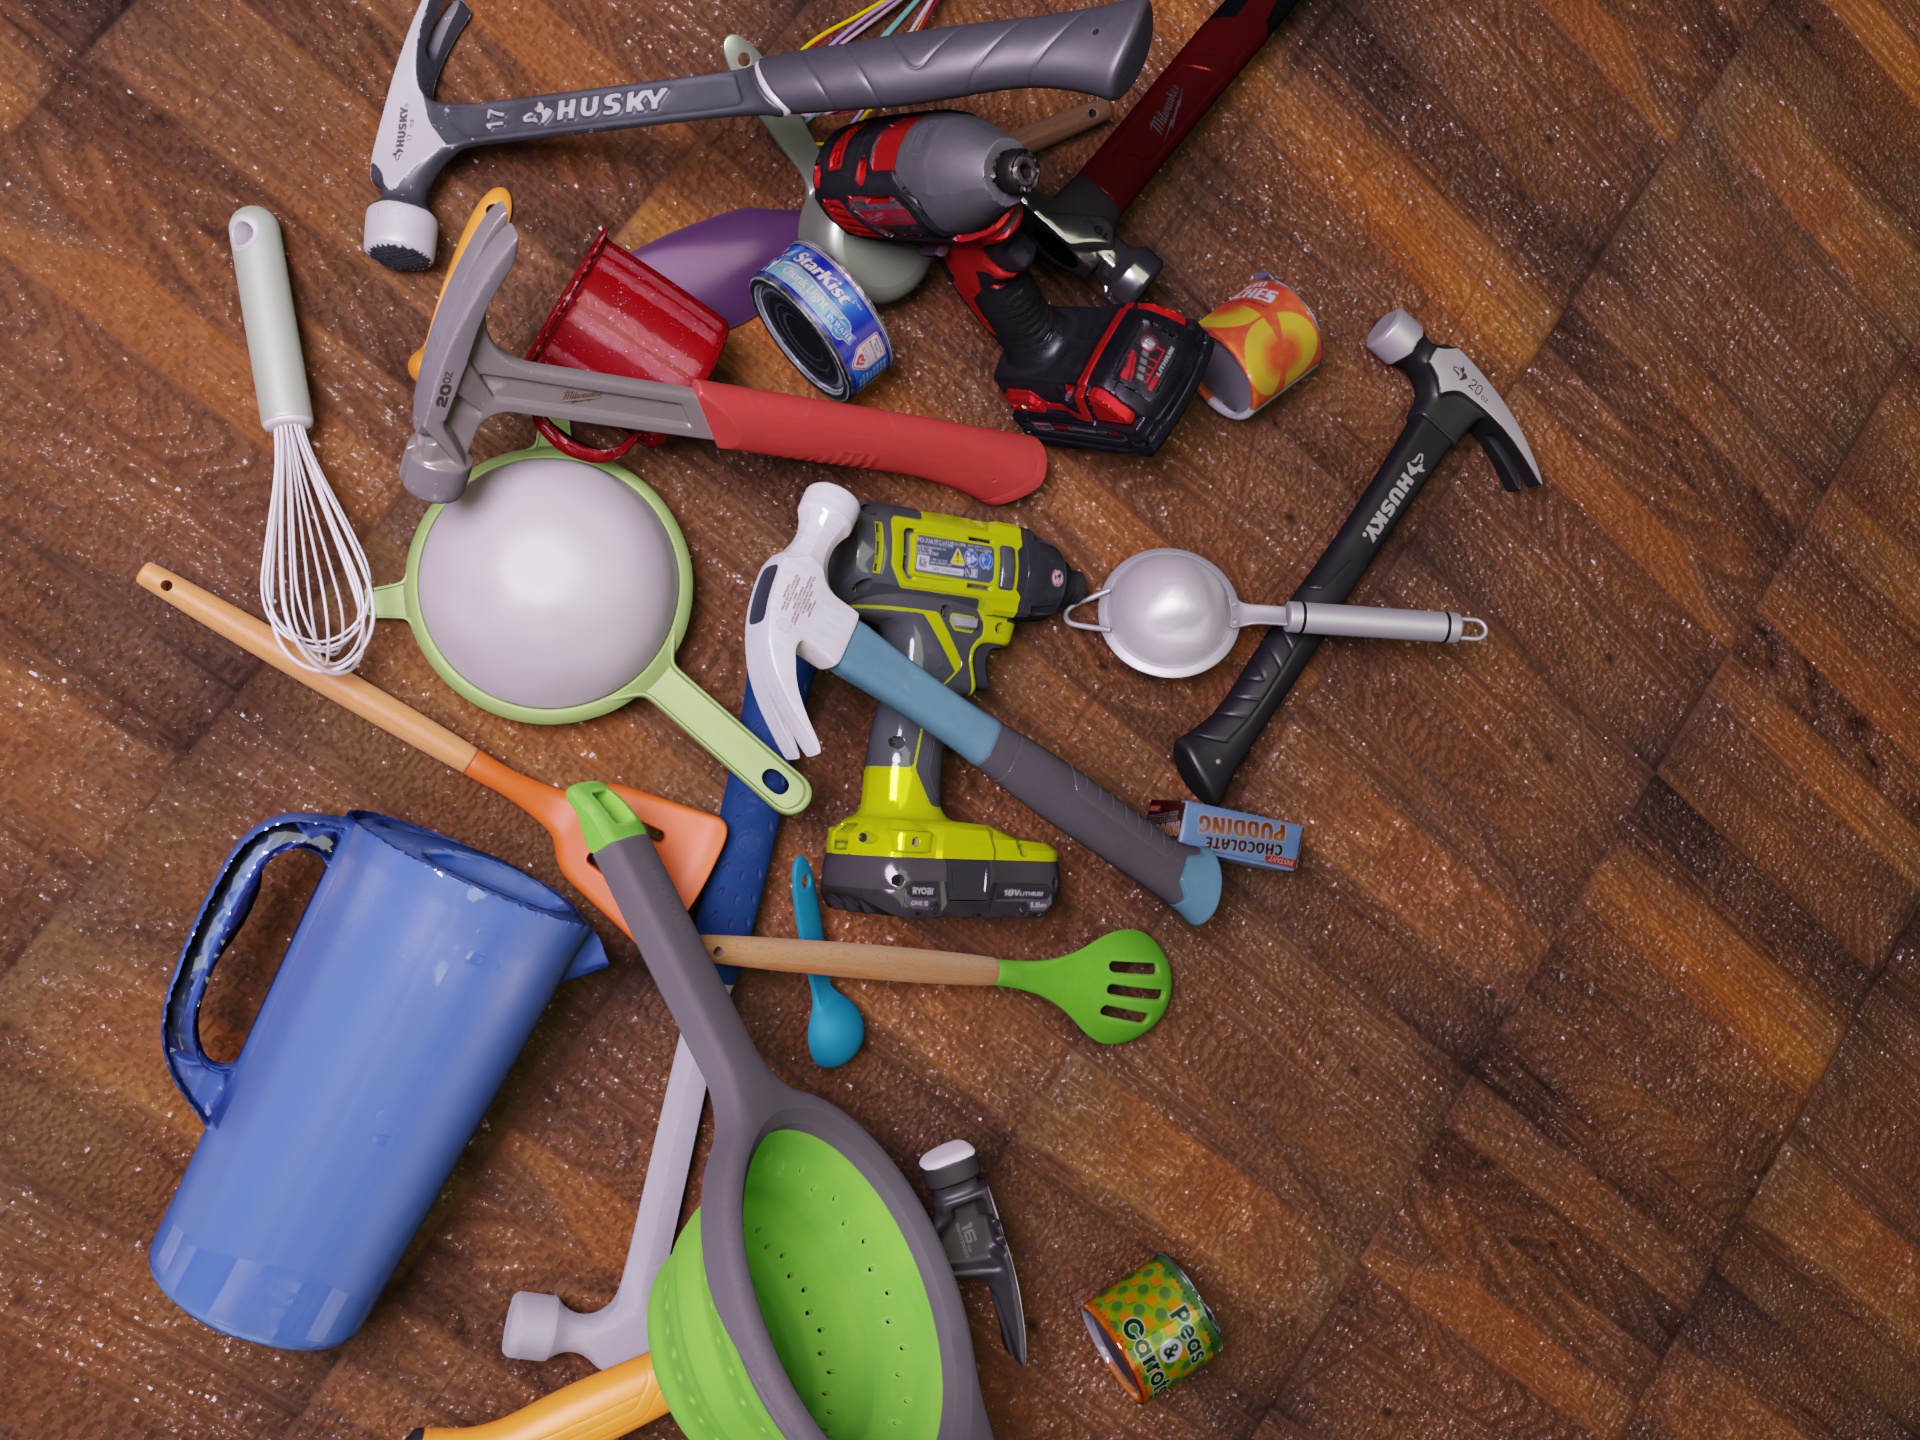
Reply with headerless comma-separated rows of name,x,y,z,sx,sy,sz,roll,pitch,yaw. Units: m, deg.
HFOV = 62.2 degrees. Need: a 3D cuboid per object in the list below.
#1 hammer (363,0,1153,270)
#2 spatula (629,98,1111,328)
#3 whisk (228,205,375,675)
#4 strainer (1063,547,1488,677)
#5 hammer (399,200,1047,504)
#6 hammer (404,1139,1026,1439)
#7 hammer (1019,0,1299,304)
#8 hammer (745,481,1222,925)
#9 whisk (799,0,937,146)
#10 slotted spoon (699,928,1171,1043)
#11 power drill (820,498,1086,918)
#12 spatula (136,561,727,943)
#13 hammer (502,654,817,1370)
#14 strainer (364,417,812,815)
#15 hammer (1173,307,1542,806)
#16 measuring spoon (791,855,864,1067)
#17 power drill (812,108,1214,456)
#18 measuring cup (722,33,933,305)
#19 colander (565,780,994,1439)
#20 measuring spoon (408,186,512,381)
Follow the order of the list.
hammer,-0.109,-0.311,0.777,0.409,0.036,0.149,0,81,18
spatula,-0.046,-0.298,0.920,0.316,0.018,0.059,-28,109,-16
whisk,-0.338,-0.142,0.804,0.058,0.059,0.246,-13,85,17
strainer,0.193,-0.065,0.954,0.258,0.050,0.087,3,68,-6
hammer,-0.095,-0.161,0.821,0.359,0.149,0.037,1,46,-38
hammer,-0.128,0.344,0.846,0.337,0.034,0.127,-18,94,-17
hammer,0.155,-0.426,0.962,0.143,0.038,0.386,39,74,-6
hammer,0.024,0.017,0.849,0.330,0.033,0.128,35,66,-27
whisk,-0.022,-0.424,0.917,0.047,0.051,0.245,40,75,-8
slotted spoon,-0.004,0.143,0.901,0.313,0.031,0.070,10,89,-27
power drill,-0.001,-0.003,0.897,0.171,0.080,0.223,5,85,-35
spatula,-0.277,0.009,0.832,0.322,0.041,0.081,32,82,-14
hammer,-0.135,0.156,0.881,0.144,0.035,0.405,14,86,-17
strainer,-0.175,-0.040,0.830,0.256,0.069,0.151,42,78,-3
hammer,0.241,-0.088,1.006,0.146,0.035,0.335,38,79,-14
measuring spoon,-0.073,0.135,0.886,0.042,0.021,0.128,-36,122,-56
power drill,0.034,-0.236,0.850,0.219,0.143,0.078,37,77,-40
measuring cup,-0.073,-0.300,0.869,0.083,0.038,0.167,-44,126,-6
colander,-0.122,0.221,0.780,0.094,0.204,0.397,-30,83,17
measuring spoon,-0.266,-0.234,0.851,0.021,0.011,0.117,23,83,-17
